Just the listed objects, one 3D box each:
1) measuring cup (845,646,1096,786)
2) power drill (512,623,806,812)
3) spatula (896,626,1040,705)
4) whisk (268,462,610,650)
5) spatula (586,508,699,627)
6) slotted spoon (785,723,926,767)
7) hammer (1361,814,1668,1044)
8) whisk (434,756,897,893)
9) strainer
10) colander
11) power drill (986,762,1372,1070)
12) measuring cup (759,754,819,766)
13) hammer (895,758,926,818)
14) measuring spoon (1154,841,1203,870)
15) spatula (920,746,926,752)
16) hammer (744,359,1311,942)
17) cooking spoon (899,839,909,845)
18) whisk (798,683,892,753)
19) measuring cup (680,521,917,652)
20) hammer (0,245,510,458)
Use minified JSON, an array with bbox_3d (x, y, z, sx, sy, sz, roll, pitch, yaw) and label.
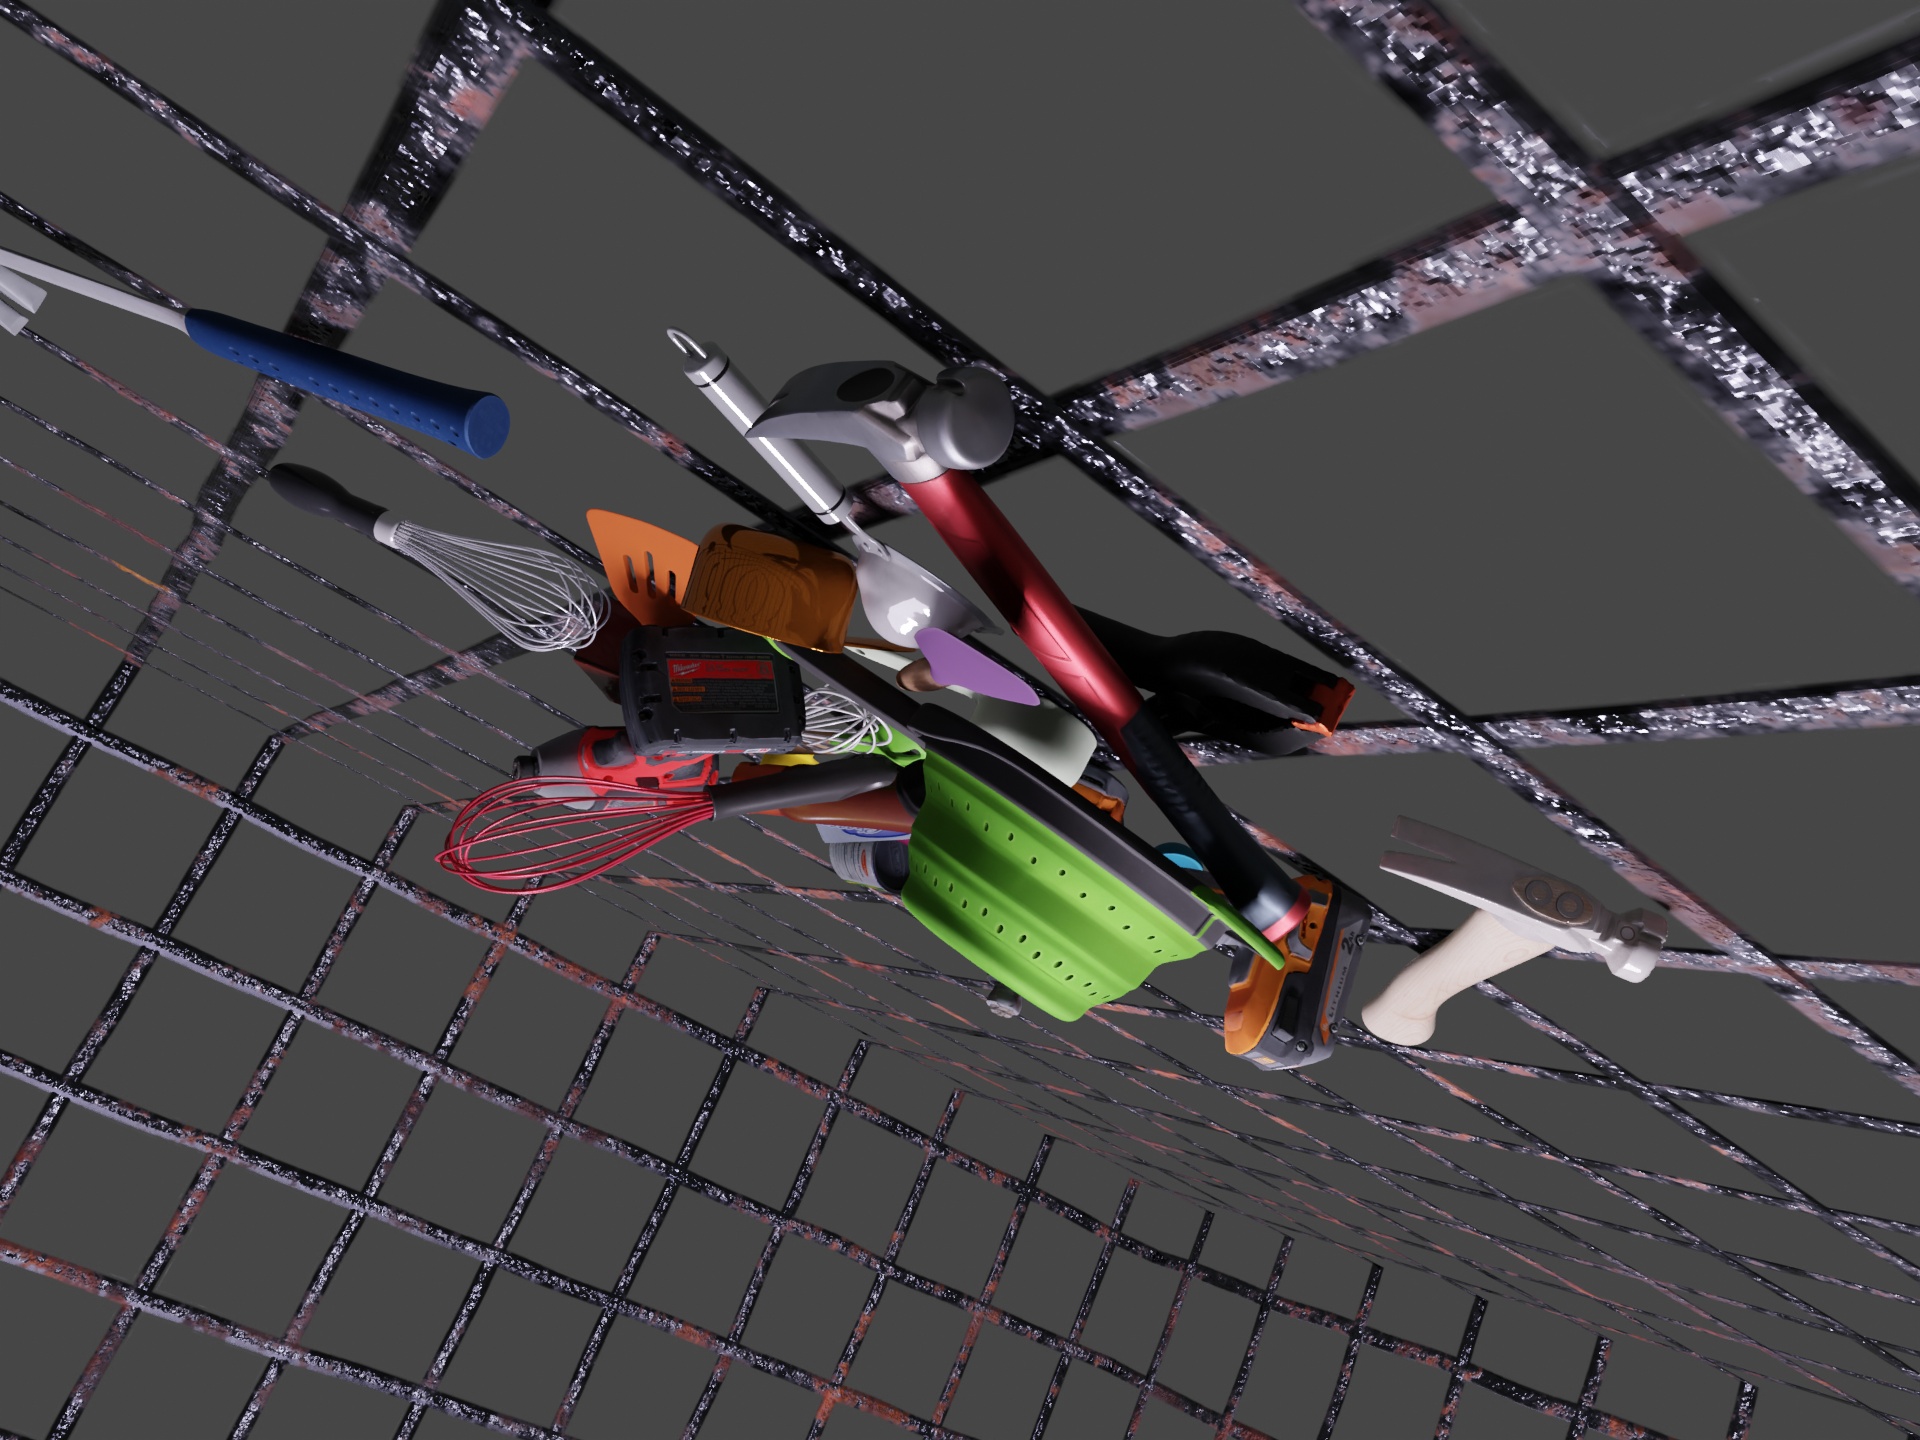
[{"bbox_3d":[-0.002,-0.003,0.955,0.167,0.038,0.083,23,163,1],"label":"measuring cup"},{"bbox_3d":[-0.204,0.010,1.056,0.143,0.079,0.219,0,163,-31],"label":"power drill"},{"bbox_3d":[-0.009,-0.023,0.781,0.059,0.018,0.316,32,176,-7],"label":"spatula"},{"bbox_3d":[-0.361,-0.119,1.086,0.285,0.070,0.070,25,164,16],"label":"whisk"},{"bbox_3d":[-0.174,-0.051,1.080,0.081,0.041,0.322,20,166,12],"label":"spatula"},{"bbox_3d":[-0.102,0.017,1.140,0.314,0.031,0.070,1,155,48],"label":"slotted spoon"},{"bbox_3d":[0.303,0.154,1.017,0.146,0.038,0.410,23,163,10],"label":"hammer"},{"bbox_3d":[-0.176,0.055,0.991,0.295,0.073,0.073,-10,177,-25],"label":"whisk"},{"bbox_3d":[-0.058,-0.097,0.760,0.087,0.050,0.258,28,167,46],"label":"strainer"},{"bbox_3d":[-0.016,0.051,0.858,0.397,0.094,0.204,33,175,38],"label":"colander"},{"bbox_3d":[0.126,0.138,0.995,0.226,0.164,0.084,24,160,-4],"label":"power drill"},{"bbox_3d":[-0.128,0.034,1.251,0.062,0.029,0.156,26,164,-5],"label":"measuring cup"},{"bbox_3d":[0.014,0.100,1.094,0.127,0.034,0.336,60,-179,22],"label":"hammer"},{"bbox_3d":[0.108,0.108,1.096,0.128,0.021,0.042,-20,130,30],"label":"measuring spoon"},{"bbox_3d":[0.051,0.066,1.081,0.082,0.044,0.317,9,156,39],"label":"spatula"},{"bbox_3d":[0.055,-0.015,0.743,0.143,0.038,0.385,13,151,48],"label":"hammer"},{"bbox_3d":[-0.021,0.106,1.297,0.069,0.017,0.318,-20,144,30],"label":"cooking spoon"},{"bbox_3d":[-0.122,0.005,1.097,0.059,0.058,0.246,41,156,-24],"label":"whisk"},{"bbox_3d":[-0.073,-0.069,0.862,0.095,0.052,0.173,19,-172,35],"label":"measuring cup"},{"bbox_3d":[-0.435,-0.223,0.898,0.405,0.035,0.144,20,162,13],"label":"hammer"}]
